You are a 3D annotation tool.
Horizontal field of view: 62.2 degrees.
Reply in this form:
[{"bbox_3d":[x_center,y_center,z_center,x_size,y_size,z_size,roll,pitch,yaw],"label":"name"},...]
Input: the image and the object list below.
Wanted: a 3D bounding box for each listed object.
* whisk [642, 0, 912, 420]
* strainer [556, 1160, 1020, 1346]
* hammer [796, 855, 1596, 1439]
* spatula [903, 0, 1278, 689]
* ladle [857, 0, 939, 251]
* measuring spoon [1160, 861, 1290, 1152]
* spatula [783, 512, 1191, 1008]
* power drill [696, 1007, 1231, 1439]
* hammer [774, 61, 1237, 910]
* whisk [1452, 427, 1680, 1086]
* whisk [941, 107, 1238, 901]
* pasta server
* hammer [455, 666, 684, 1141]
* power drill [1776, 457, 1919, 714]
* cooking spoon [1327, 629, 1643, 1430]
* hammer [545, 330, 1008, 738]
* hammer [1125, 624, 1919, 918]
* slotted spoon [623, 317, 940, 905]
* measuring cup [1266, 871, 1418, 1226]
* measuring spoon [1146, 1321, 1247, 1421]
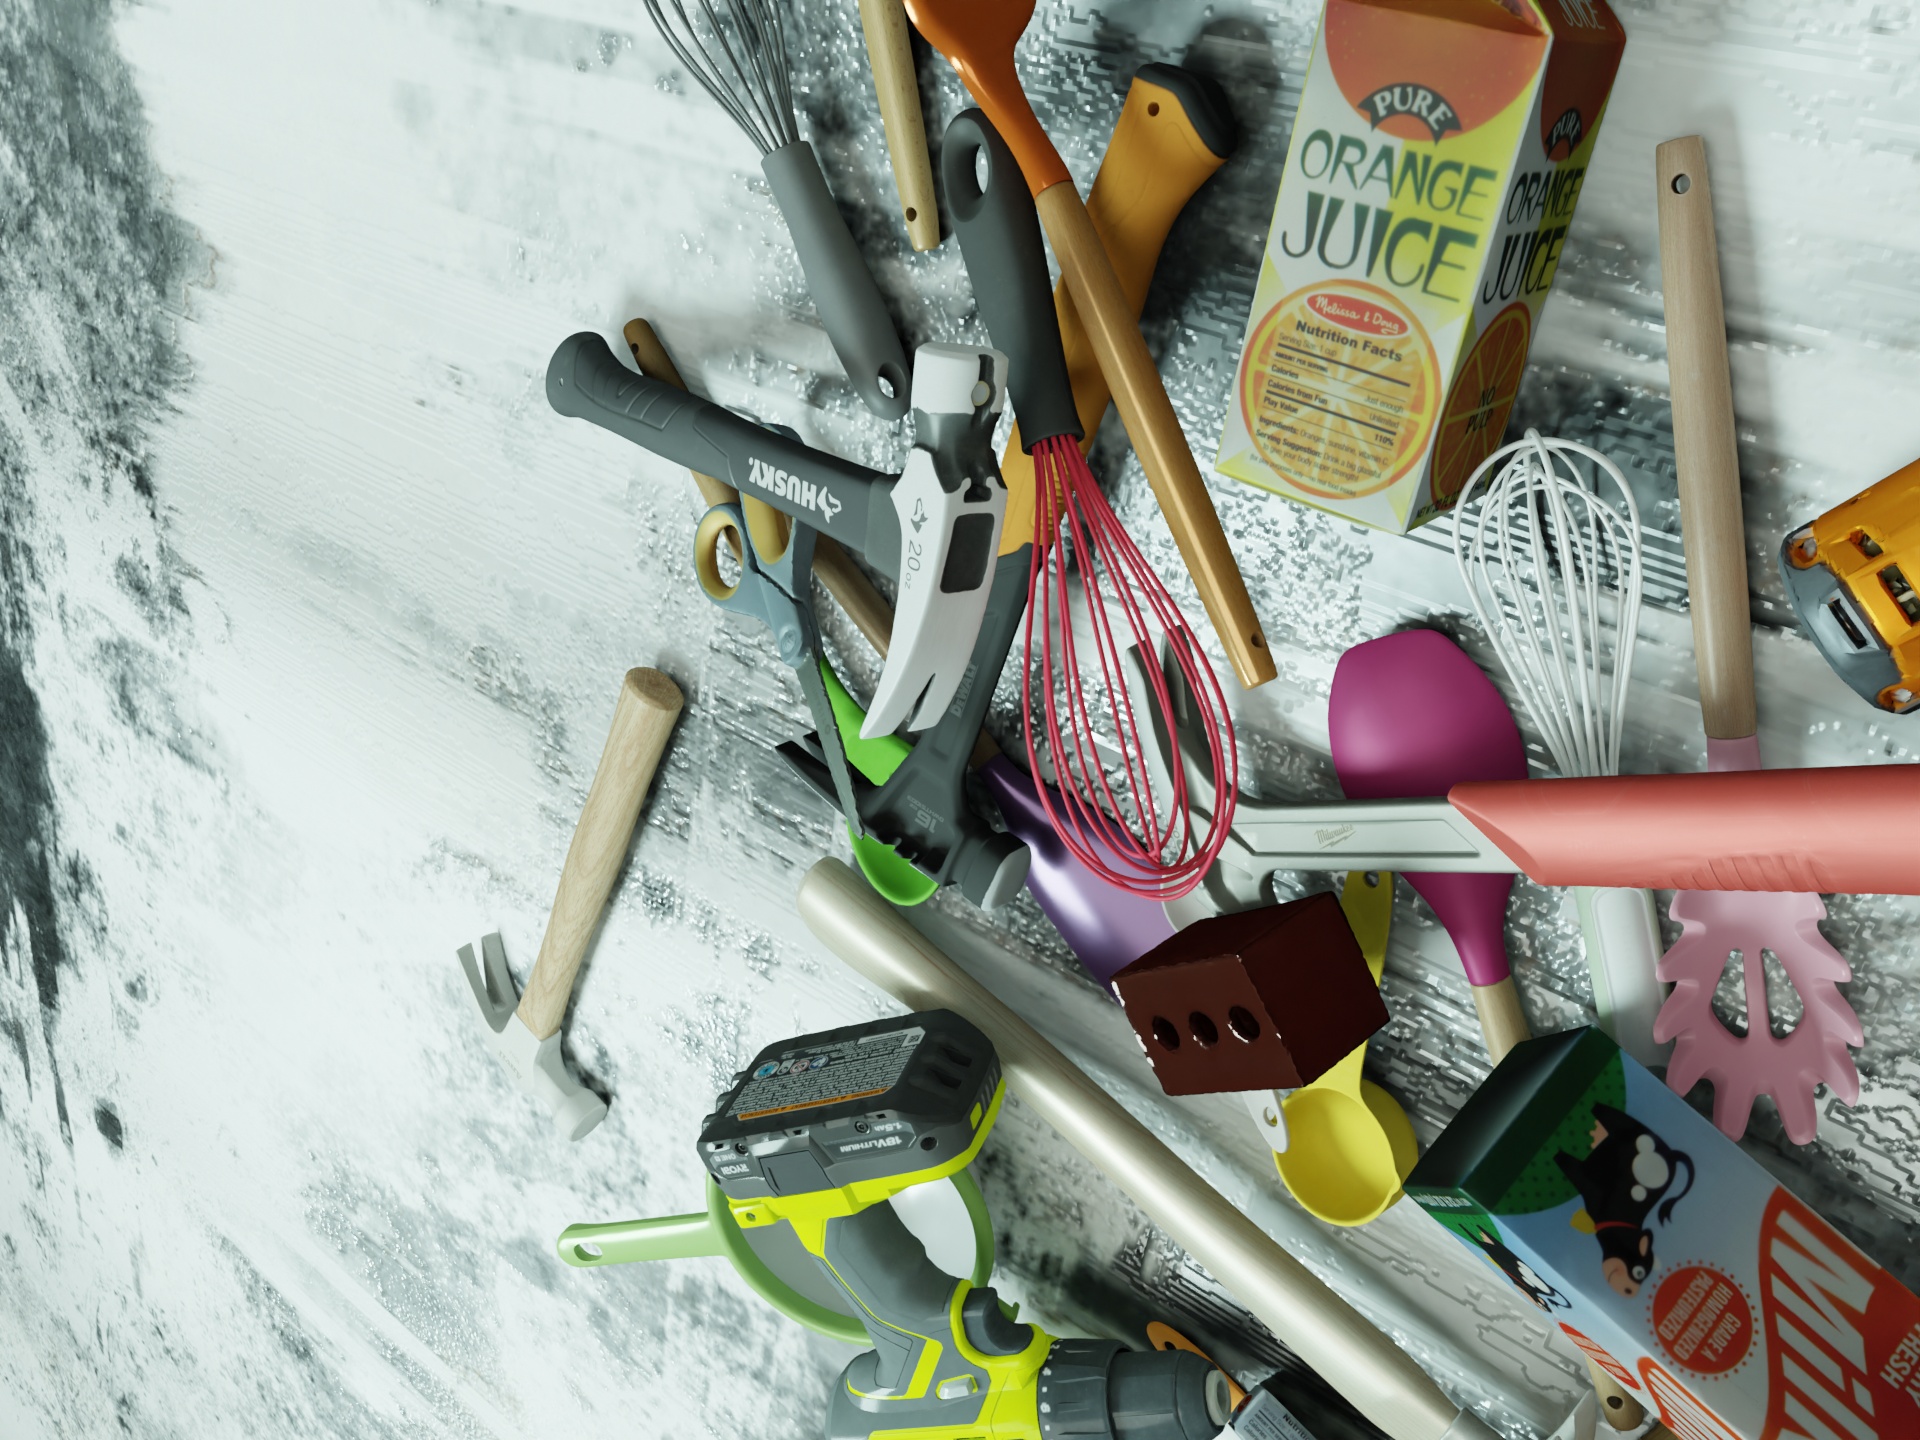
[{"bbox_3d":[-0.076,-0.237,0.672,0.055,0.055,0.239,-20,97,42],"label":"whisk"},{"bbox_3d":[-0.093,0.246,0.823,0.256,0.069,0.151,-14,106,25],"label":"strainer"},{"bbox_3d":[0.075,0.184,0.686,0.411,0.038,0.146,37,150,26],"label":"hammer"},{"bbox_3d":[0.046,-0.163,0.543,0.041,0.081,0.322,-28,83,57],"label":"spatula"},{"bbox_3d":[-0.043,-0.344,0.618,0.069,0.031,0.315,2,109,41],"label":"ladle"},{"bbox_3d":[0.114,0.115,0.654,0.034,0.018,0.124,-33,74,57],"label":"measuring spoon"},{"bbox_3d":[-0.001,-0.002,0.715,0.059,0.018,0.316,-45,77,28],"label":"spatula"},{"bbox_3d":[0.000,0.248,0.710,0.190,0.080,0.228,-16,108,25],"label":"power drill"},{"bbox_3d":[0.022,-0.090,0.634,0.127,0.034,0.336,33,119,24],"label":"hammer"},{"bbox_3d":[0.213,0.022,0.534,0.058,0.059,0.246,-13,103,13],"label":"whisk"},{"bbox_3d":[0.039,-0.081,0.566,0.073,0.073,0.296,-20,81,42],"label":"whisk"},{"bbox_3d":[0.240,-0.020,0.501,0.060,0.040,0.316,-5,102,27],"label":"pasta server"},{"bbox_3d":[-0.222,0.101,0.924,0.130,0.031,0.331,41,127,20],"label":"hammer"},{"bbox_3d":[0.344,0.006,0.400,0.164,0.084,0.226,-39,77,41],"label":"power drill"},{"bbox_3d":[0.204,0.119,0.592,0.069,0.017,0.319,-15,98,32],"label":"cooking spoon"},{"bbox_3d":[-0.096,-0.108,0.672,0.335,0.035,0.146,30,121,47],"label":"hammer"},{"bbox_3d":[0.195,0.025,0.487,0.359,0.036,0.149,-7,105,54],"label":"hammer"},{"bbox_3d":[-0.084,-0.057,0.757,0.070,0.031,0.314,-34,82,41],"label":"slotted spoon"},{"bbox_3d":[0.161,0.123,0.632,0.062,0.029,0.156,14,103,44],"label":"measuring cup"},{"bbox_3d":[0.129,0.324,0.734,0.117,0.011,0.021,40,127,21],"label":"measuring spoon"}]
